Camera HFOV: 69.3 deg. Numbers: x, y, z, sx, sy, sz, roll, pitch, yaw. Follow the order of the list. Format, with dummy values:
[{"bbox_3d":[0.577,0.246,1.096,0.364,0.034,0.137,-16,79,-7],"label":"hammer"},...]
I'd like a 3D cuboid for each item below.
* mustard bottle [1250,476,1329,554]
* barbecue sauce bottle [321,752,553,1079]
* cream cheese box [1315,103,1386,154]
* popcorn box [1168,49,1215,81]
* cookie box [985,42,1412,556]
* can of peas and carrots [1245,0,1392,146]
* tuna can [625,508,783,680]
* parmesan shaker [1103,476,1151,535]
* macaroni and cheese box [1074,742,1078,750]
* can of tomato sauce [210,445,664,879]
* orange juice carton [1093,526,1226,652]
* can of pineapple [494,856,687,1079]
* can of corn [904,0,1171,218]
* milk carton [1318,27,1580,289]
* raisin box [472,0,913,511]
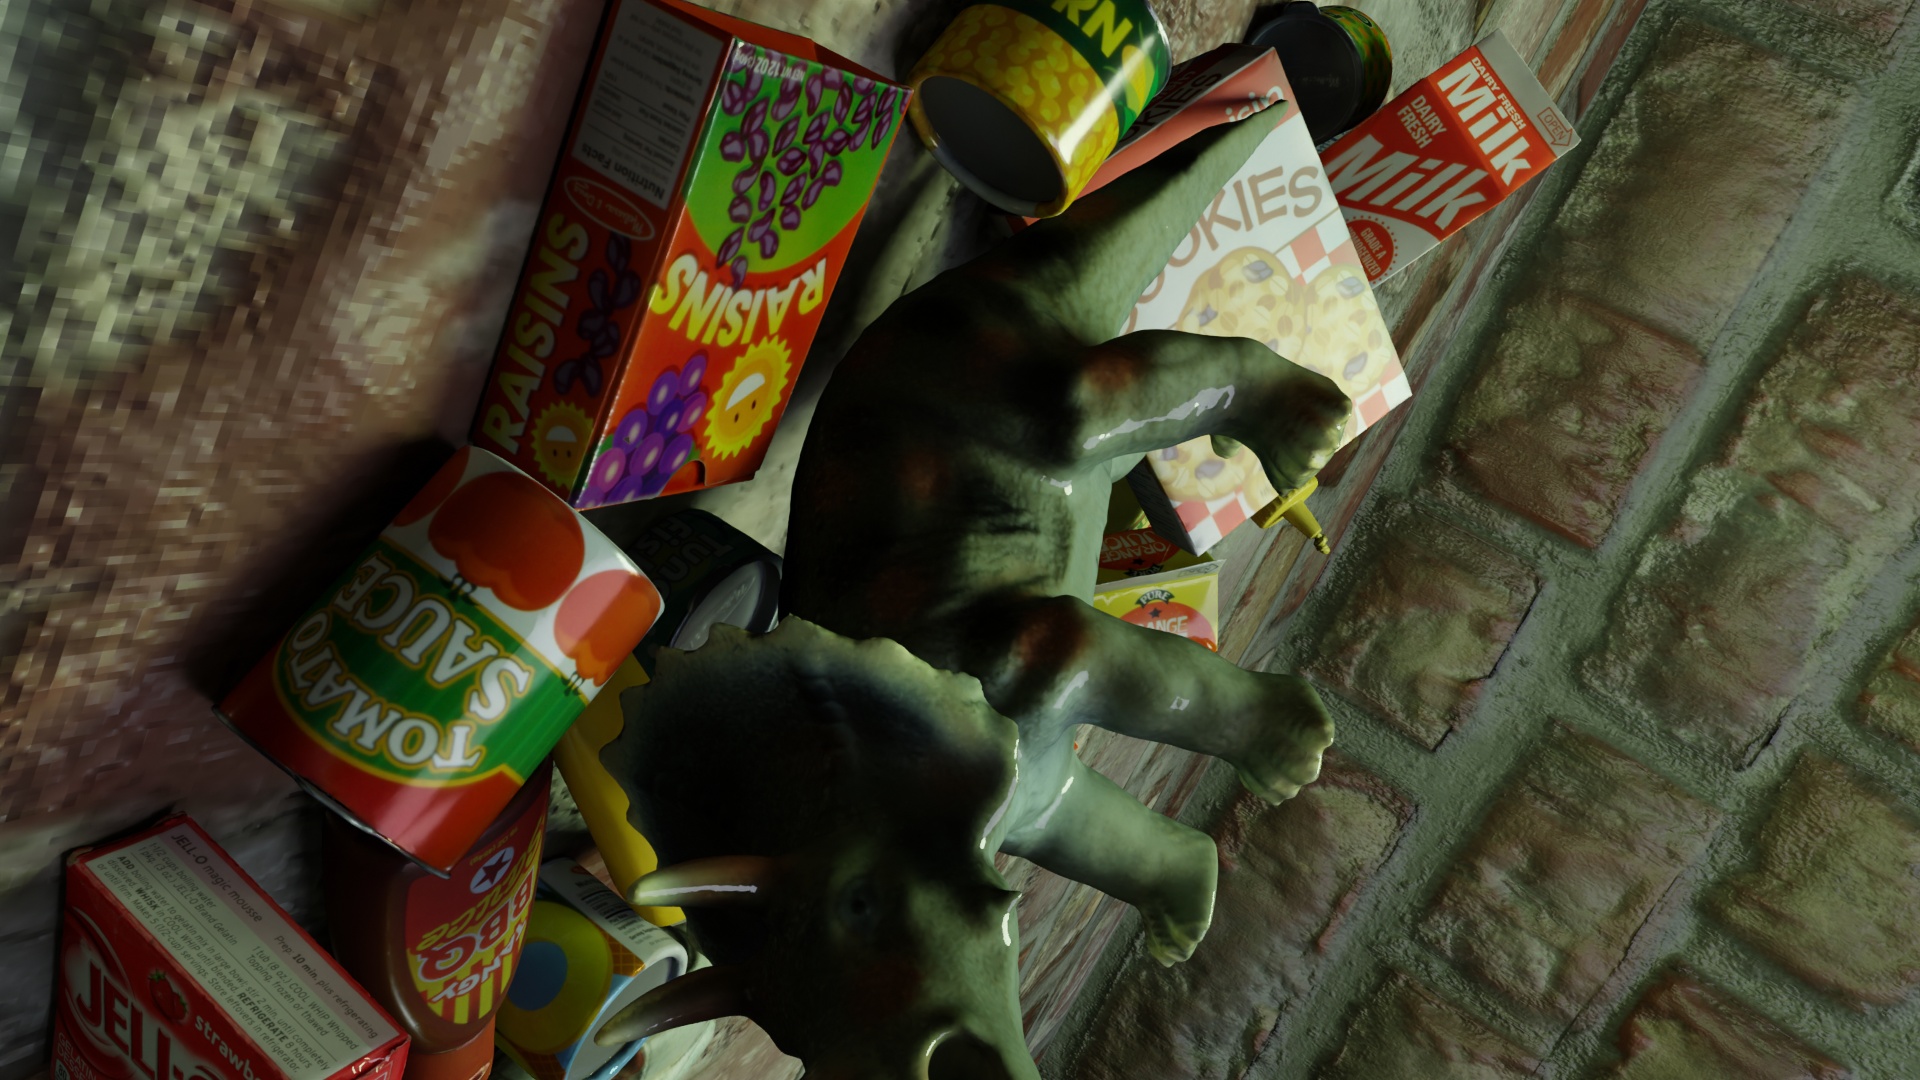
[{"bbox_3d":[0.145,-0.056,0.743,0.065,0.160,0.049,-45,164,22],"label":"mustard bottle"},{"bbox_3d":[-0.160,0.121,0.424,0.065,0.044,0.147,-38,153,-48],"label":"barbecue sauce bottle"},{"bbox_3d":[0.228,-0.237,0.855,0.104,0.053,0.024,-49,157,-28],"label":"cream cheese box"},{"bbox_3d":[0.112,-0.138,0.620,0.126,0.038,0.085,48,68,-27],"label":"popcorn box"},{"bbox_3d":[0.102,-0.097,0.571,0.123,0.040,0.167,-36,116,-9],"label":"cookie box"},{"bbox_3d":[0.181,-0.240,0.711,0.059,0.071,0.070,-35,150,-51],"label":"can of peas and carrots"},{"bbox_3d":[-0.091,0.023,0.465,0.071,0.033,0.070,-50,160,-26],"label":"tuna can"},{"bbox_3d":[0.083,-0.021,0.793,0.071,0.071,0.103,-57,162,-5],"label":"parmesan shaker"},{"bbox_3d":[-0.004,0.144,0.766,0.124,0.040,0.166,-37,171,-12],"label":"macaroni and cheese box"},{"bbox_3d":[-0.123,0.028,0.336,0.083,0.071,0.071,-53,161,-19],"label":"can of tomato sauce"},{"bbox_3d":[0.080,0.045,0.752,0.072,0.073,0.192,-9,164,-13],"label":"orange juice carton"},{"bbox_3d":[-0.143,0.161,0.506,0.071,0.058,0.070,-50,160,-25],"label":"can of pineapple"},{"bbox_3d":[0.024,-0.148,0.444,0.058,0.071,0.071,-54,161,-14],"label":"can of corn"},{"bbox_3d":[0.210,-0.172,0.711,0.190,0.072,0.074,-35,-179,22],"label":"milk carton"},{"bbox_3d":[-0.068,-0.073,0.366,0.086,0.040,0.123,-20,138,-64],"label":"raisin box"}]
